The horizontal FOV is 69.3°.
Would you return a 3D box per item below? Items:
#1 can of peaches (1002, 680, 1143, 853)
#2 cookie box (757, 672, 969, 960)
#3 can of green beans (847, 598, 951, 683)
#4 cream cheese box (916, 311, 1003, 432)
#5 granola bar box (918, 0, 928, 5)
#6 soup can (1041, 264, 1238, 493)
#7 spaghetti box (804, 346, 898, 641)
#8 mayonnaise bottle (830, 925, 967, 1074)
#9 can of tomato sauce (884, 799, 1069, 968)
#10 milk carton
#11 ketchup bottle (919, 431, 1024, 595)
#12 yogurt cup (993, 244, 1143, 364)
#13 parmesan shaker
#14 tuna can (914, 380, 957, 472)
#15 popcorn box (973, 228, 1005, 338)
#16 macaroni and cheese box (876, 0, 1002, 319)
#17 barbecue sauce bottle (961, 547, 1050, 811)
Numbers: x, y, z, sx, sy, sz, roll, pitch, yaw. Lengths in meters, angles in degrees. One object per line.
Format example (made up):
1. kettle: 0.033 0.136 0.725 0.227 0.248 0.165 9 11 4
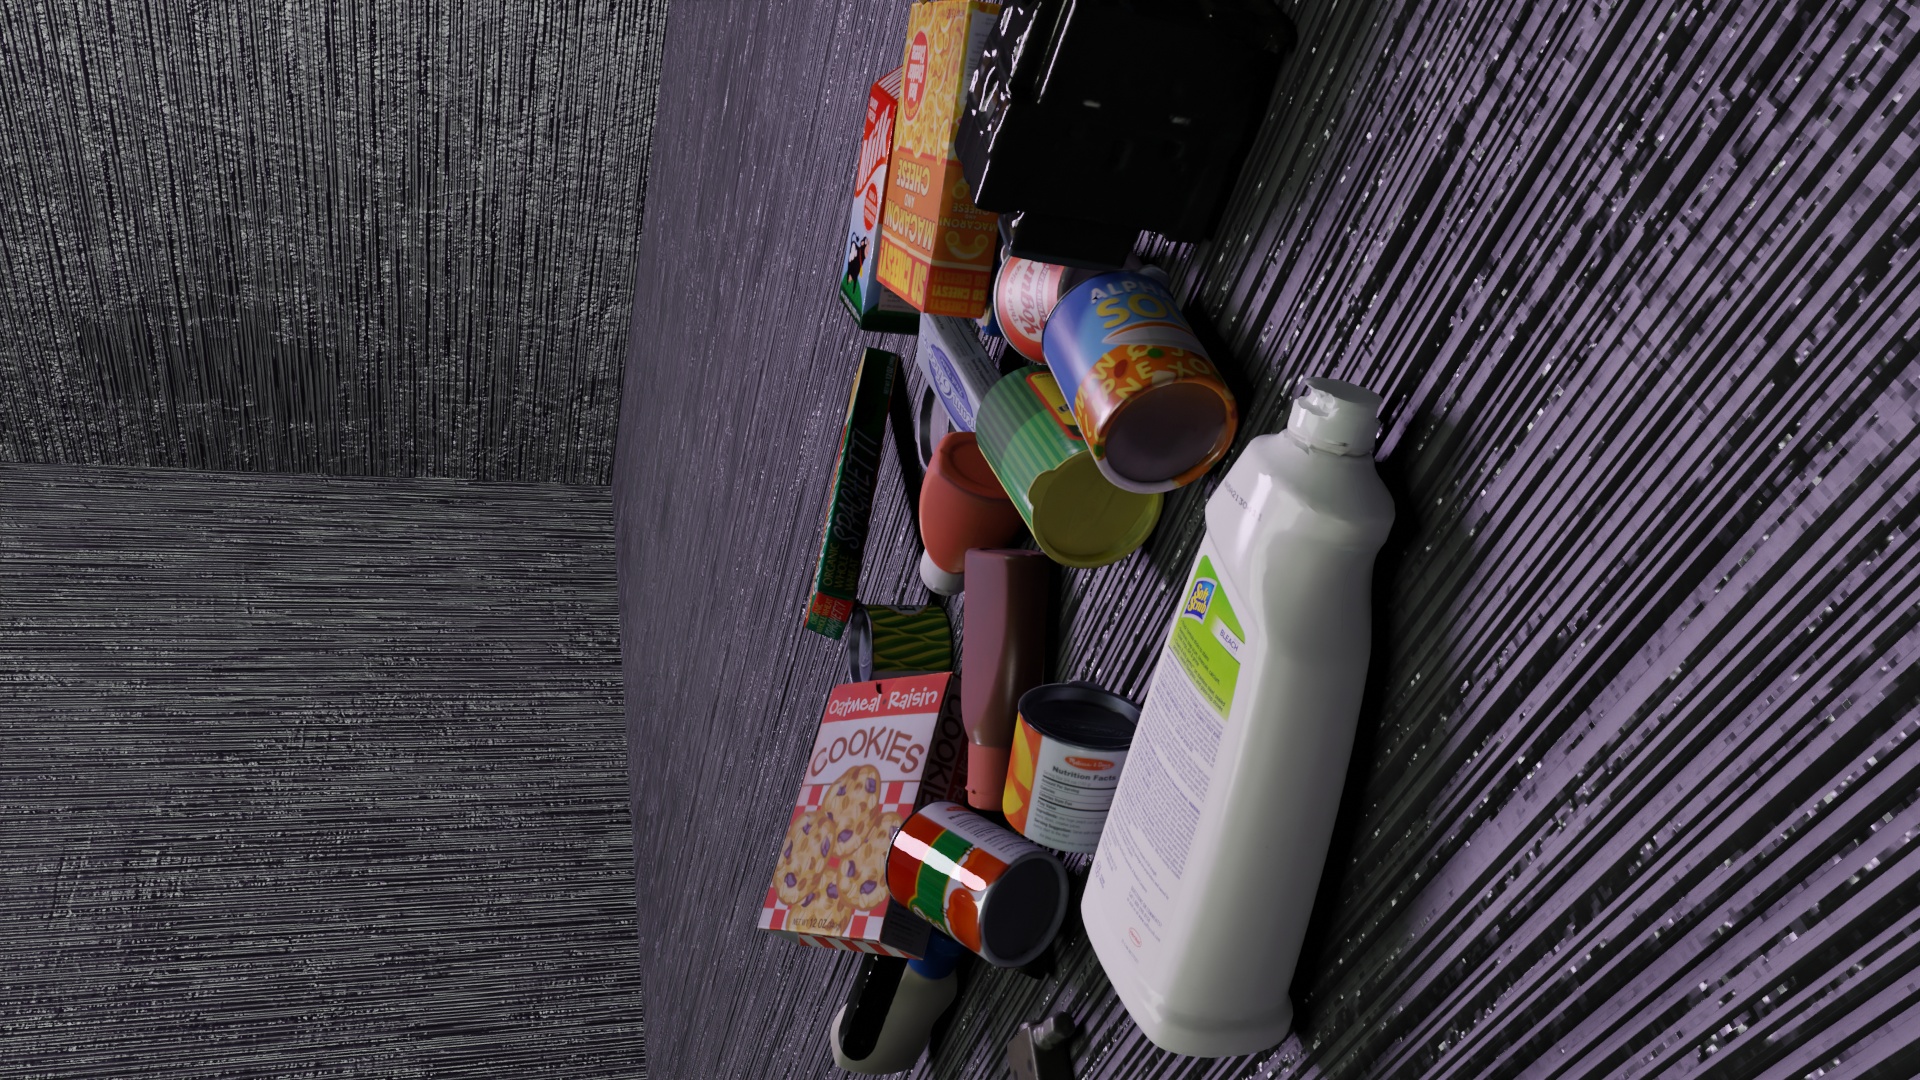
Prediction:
1. can of peaches: 0.057 0.109 0.674 0.071 0.071 0.057 -129 44 -62
2. cookie box: -0.054 0.169 0.868 0.122 0.040 0.168 -13 53 47
3. can of green beans: -0.043 0.077 0.972 0.071 0.058 0.071 -177 89 -71
4. cream cheese box: 0.005 -0.095 0.848 0.053 0.024 0.104 97 149 -56
5. granola bar box: 0.001 -0.399 0.811 0.124 0.039 0.166 -39 36 25
6. soup can: 0.081 -0.074 0.622 0.084 0.071 0.071 -110 29 -45
7. spaghetti box: -0.079 -0.042 1.034 0.050 0.029 0.251 115 166 -49
8. mayonnaise bottle: -0.034 0.298 0.923 0.147 0.065 0.041 -63 28 31
9. can of tomato sauce: 0.009 0.190 0.766 0.083 0.071 0.071 16 105 49
10. milk carton: -0.027 -0.239 0.932 0.072 0.073 0.189 -121 37 -57
11. ketchup bottle: 0.003 -0.011 0.849 0.148 0.065 0.044 112 175 -62
12. yogurt cup: 0.058 -0.121 0.695 0.054 0.072 0.072 15 103 62
13. parmesan shaker: 0.050 -0.041 0.697 0.103 0.071 0.071 -119 36 -56
14. tuna can: -0.005 -0.075 0.914 0.071 0.033 0.071 -177 89 -71
15. popcorn box: 0.031 -0.192 0.816 0.085 0.038 0.126 -117 34 -56
16. macaroni and cheese box: -0.007 -0.222 0.804 0.124 0.040 0.165 -130 46 -65
17. barbecue sauce bottle: 0.024 0.079 0.802 0.065 0.044 0.148 -172 84 -68
